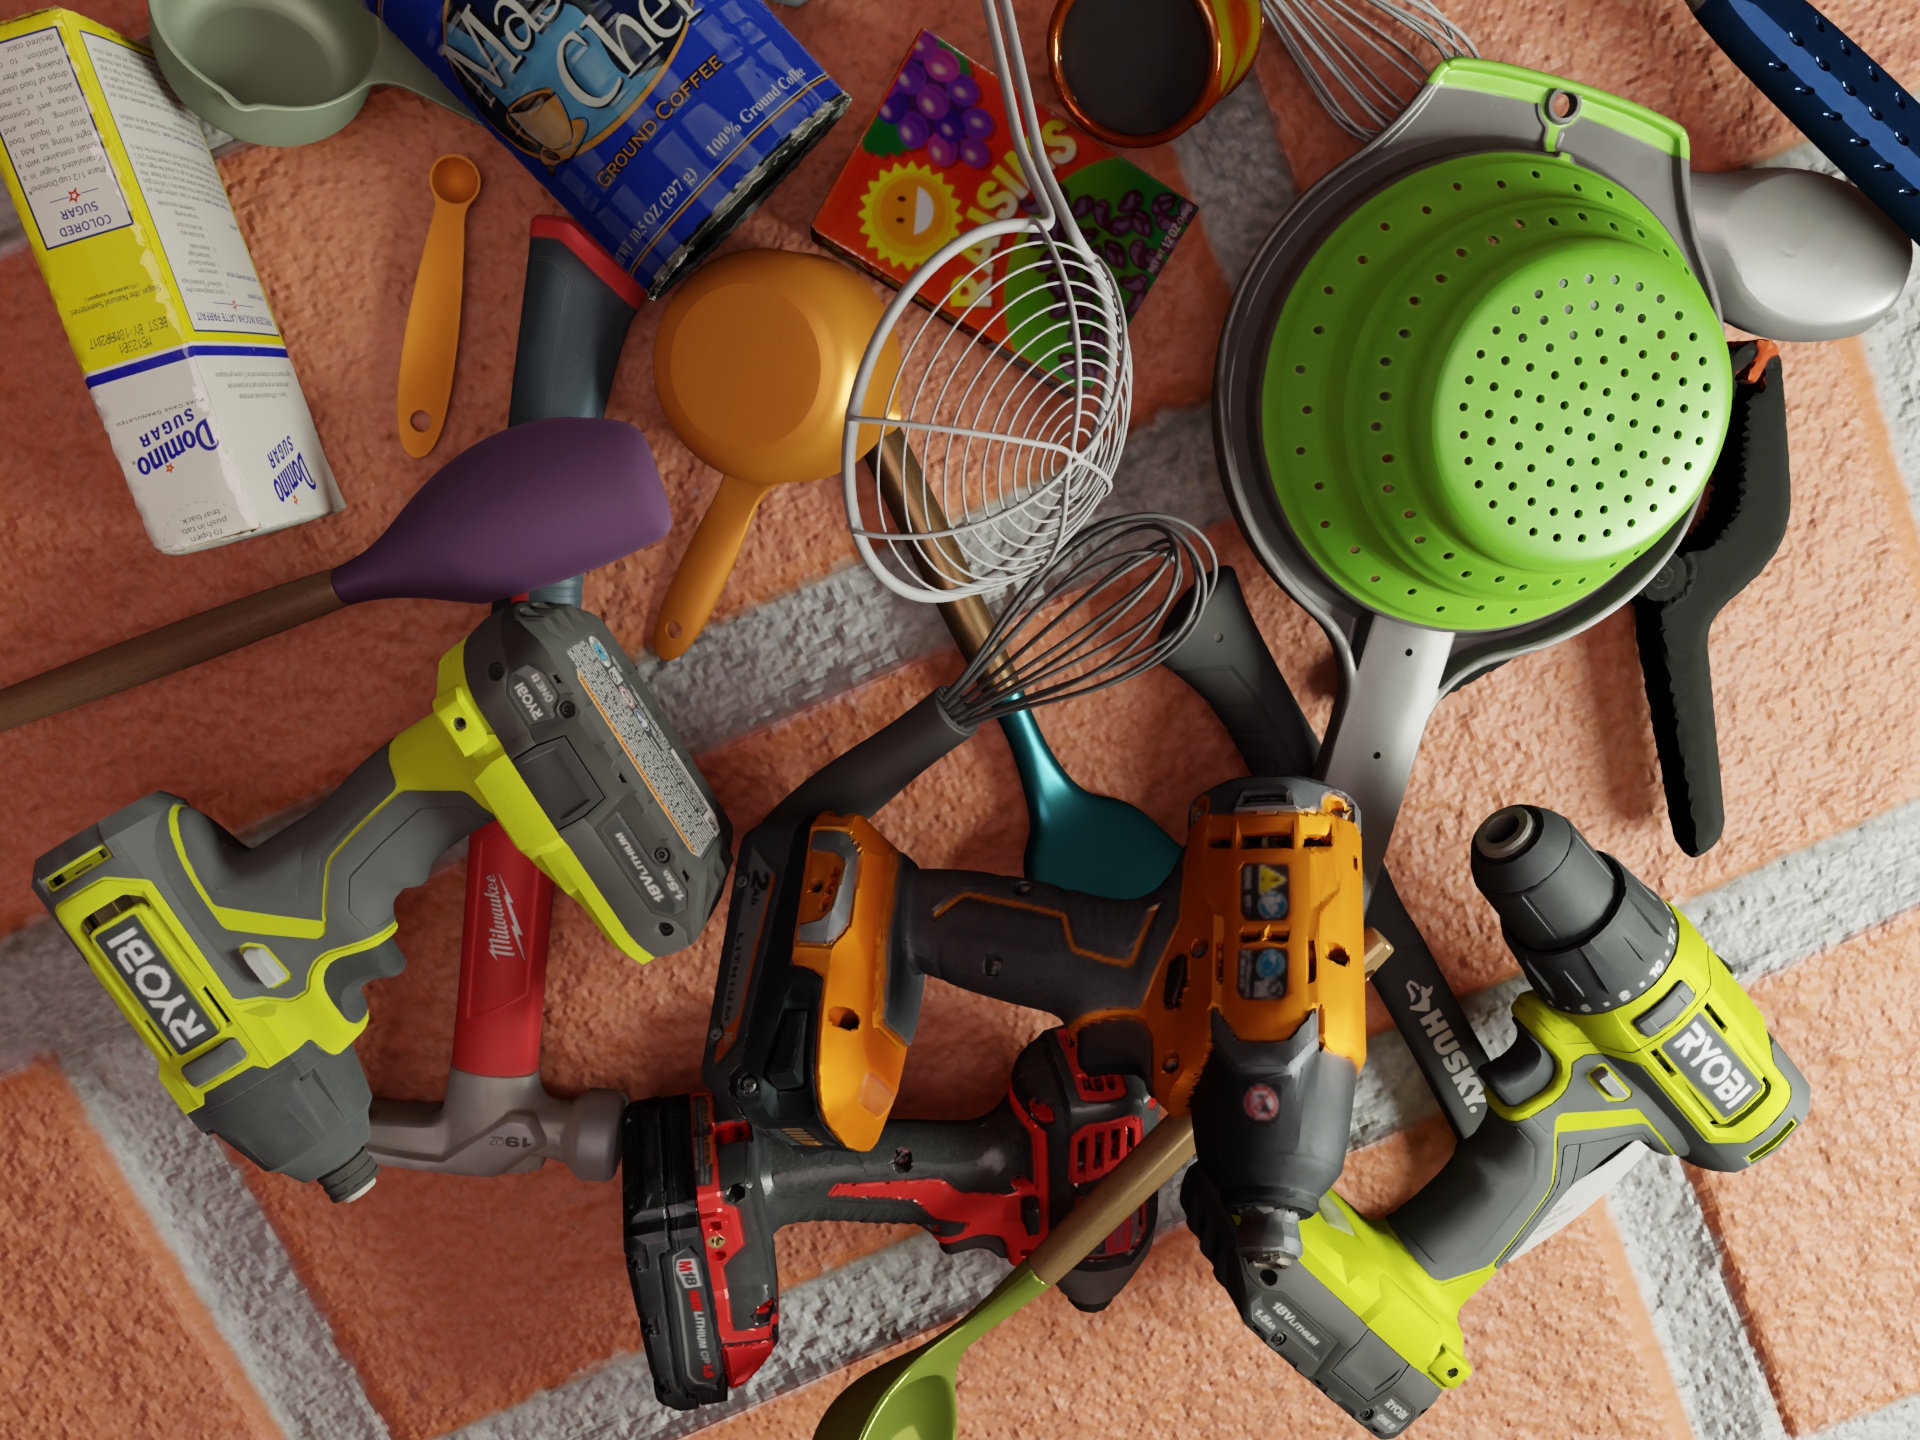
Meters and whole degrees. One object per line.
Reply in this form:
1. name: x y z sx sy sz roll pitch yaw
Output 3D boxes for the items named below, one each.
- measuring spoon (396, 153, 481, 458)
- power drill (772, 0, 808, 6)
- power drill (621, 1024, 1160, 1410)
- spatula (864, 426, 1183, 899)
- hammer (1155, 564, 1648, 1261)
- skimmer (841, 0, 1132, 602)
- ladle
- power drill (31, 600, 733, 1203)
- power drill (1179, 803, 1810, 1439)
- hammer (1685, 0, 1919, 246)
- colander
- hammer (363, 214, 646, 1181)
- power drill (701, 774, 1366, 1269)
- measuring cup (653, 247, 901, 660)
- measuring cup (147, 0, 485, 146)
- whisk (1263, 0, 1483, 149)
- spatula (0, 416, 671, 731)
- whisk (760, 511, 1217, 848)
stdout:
1. measuring spoon: -0.202 -0.160 0.617 0.021 0.011 0.117 12 104 -4
2. power drill: -0.112 -0.349 0.498 0.084 0.185 0.226 -40 99 1
3. power drill: -0.023 0.207 0.664 0.219 0.079 0.143 -8 121 -8
4. spatula: 0.012 -0.034 0.640 0.082 0.044 0.317 -29 101 -13
5. hammer: 0.182 0.083 0.681 0.146 0.035 0.334 -30 102 3
6. skimmer: -0.010 -0.225 0.550 0.090 0.127 0.363 -19 74 35
7. ladle: 0.056 0.203 0.611 0.320 0.062 0.078 -47 146 9
8. power drill: -0.205 0.070 0.593 0.223 0.080 0.171 -30 100 8
9. power drill: 0.202 0.156 0.628 0.228 0.080 0.190 -43 114 5
10. hammer: 0.277 -0.284 0.586 0.405 0.035 0.144 43 95 -2
11. colander: 0.181 -0.036 0.585 0.204 0.094 0.397 12 102 -10
12. hammer: -0.189 -0.003 0.635 0.143 0.038 0.386 7 101 -4
13. power drill: 0.028 0.106 0.566 0.226 0.084 0.164 -4 60 17
14. measuring cup: -0.089 -0.096 0.607 0.095 0.052 0.173 29 105 8
15. measuring cup: -0.210 -0.232 0.588 0.167 0.038 0.083 16 70 -26
16. whisk: 0.102 -0.297 0.597 0.246 0.058 0.059 38 62 -7
17. spatula: -0.259 -0.045 0.607 0.316 0.018 0.060 -19 93 9
18. whisk: 0.000 -0.002 0.607 0.239 0.055 0.055 -36 103 31
